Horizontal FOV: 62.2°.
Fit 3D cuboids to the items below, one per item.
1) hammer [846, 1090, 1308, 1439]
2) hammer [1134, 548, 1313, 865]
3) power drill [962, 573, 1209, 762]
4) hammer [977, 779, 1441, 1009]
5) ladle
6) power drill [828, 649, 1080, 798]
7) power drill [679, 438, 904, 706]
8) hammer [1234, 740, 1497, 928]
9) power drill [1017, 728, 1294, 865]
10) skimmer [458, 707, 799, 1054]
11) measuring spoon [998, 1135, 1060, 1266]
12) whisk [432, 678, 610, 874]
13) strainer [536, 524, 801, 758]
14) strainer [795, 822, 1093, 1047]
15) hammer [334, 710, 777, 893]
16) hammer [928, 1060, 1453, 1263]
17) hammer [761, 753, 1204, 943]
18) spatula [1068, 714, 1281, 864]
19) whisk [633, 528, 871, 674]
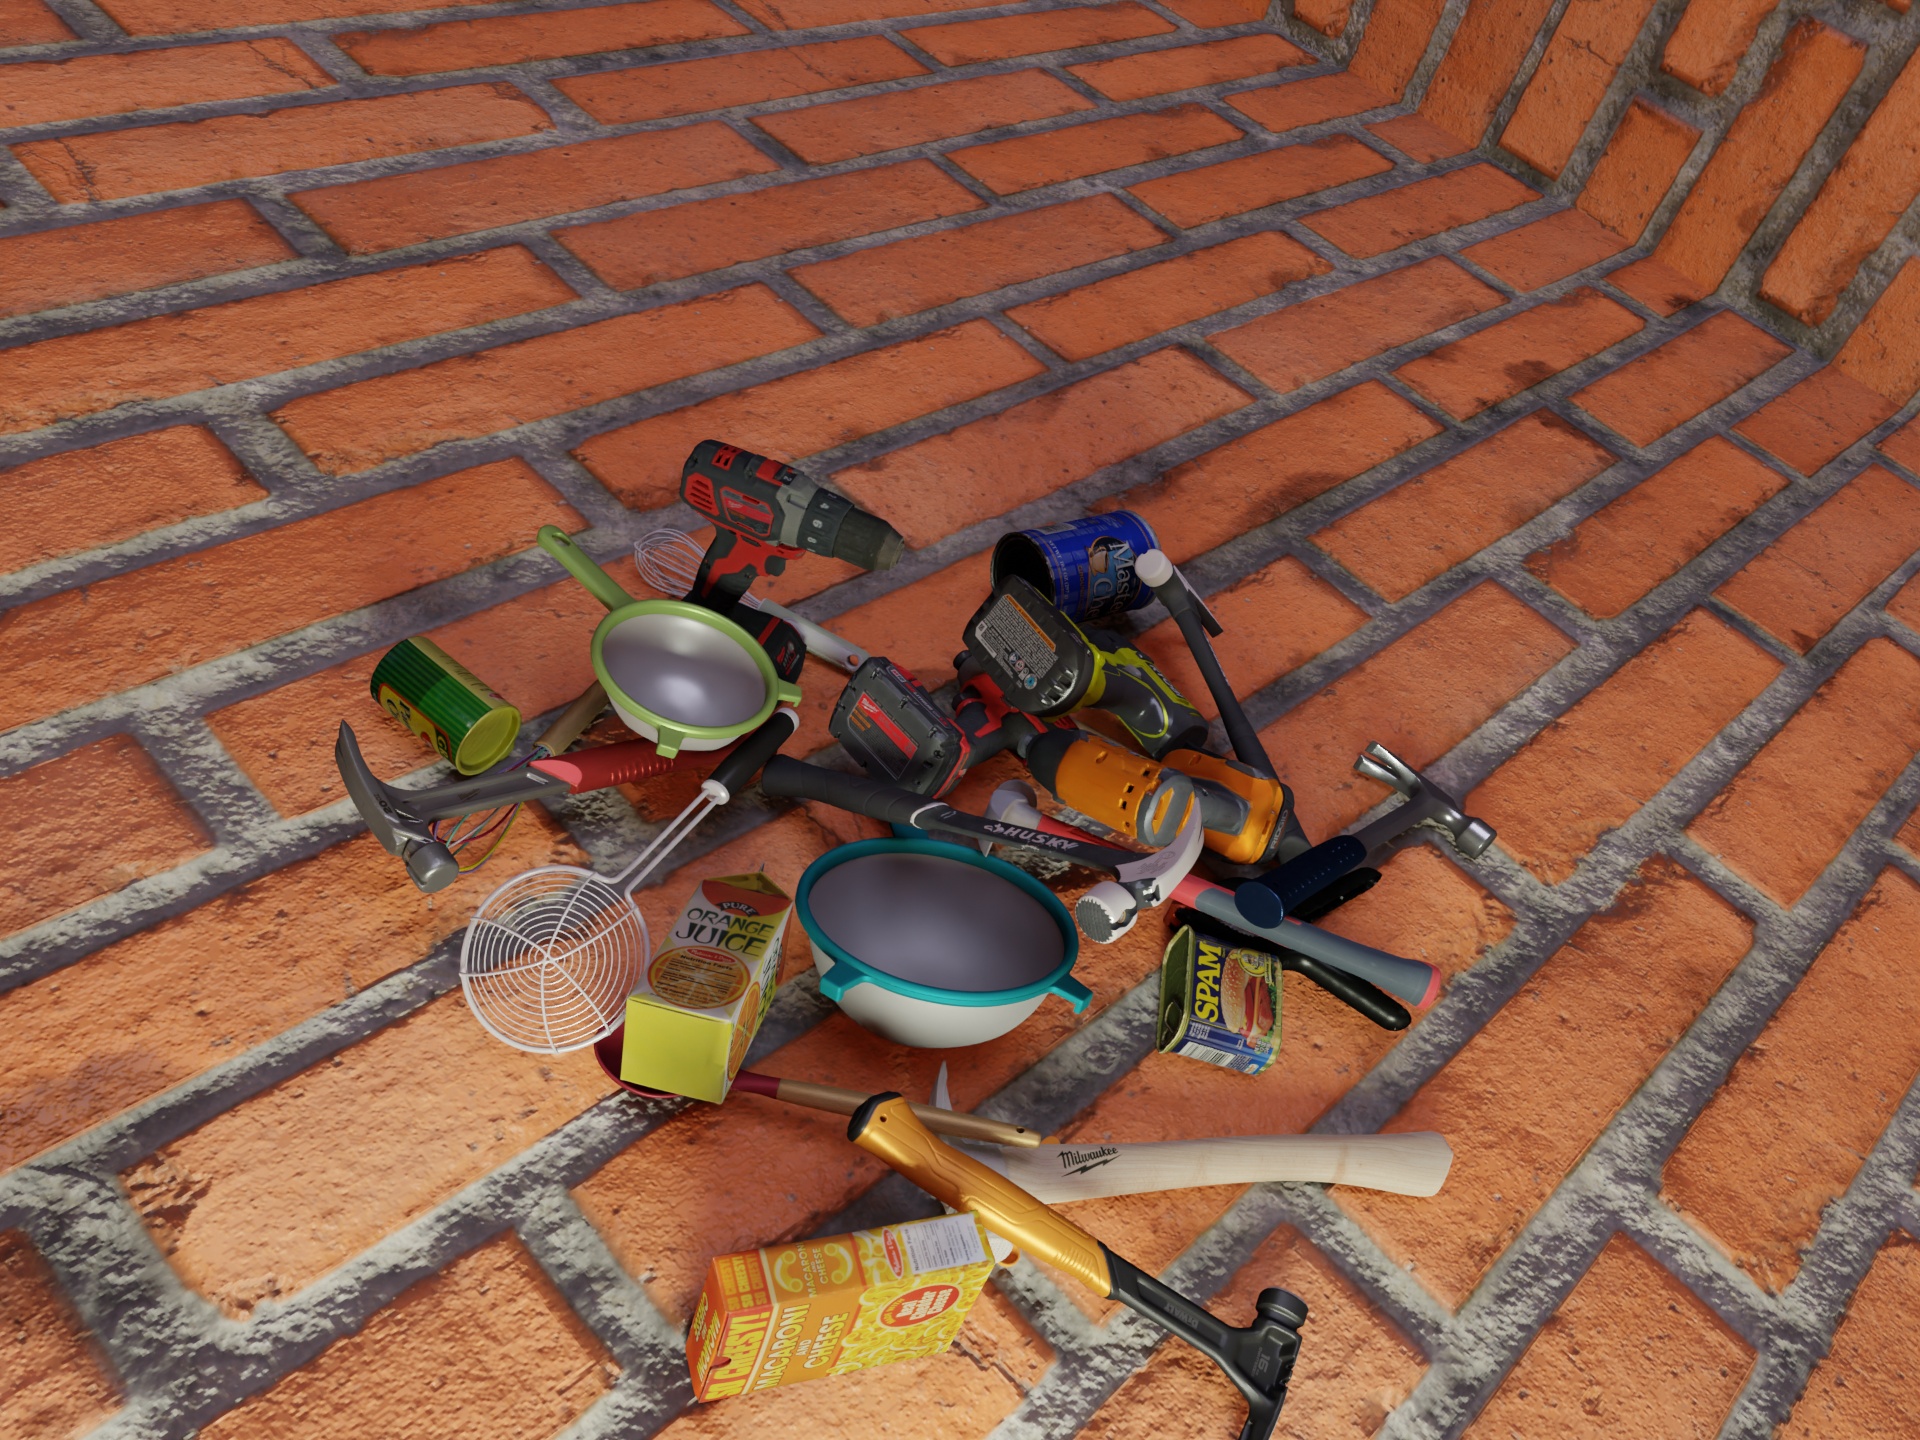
[{"bbox_3d":[0.069,0.351,1.032,0.337,0.034,0.127,34,53,-4],"label":"hammer"},{"bbox_3d":[0.255,-0.003,1.482,0.146,0.035,0.335,38,27,-53],"label":"hammer"},{"bbox_3d":[0.110,-0.048,1.426,0.223,0.080,0.171,19,26,-50],"label":"power drill"},{"bbox_3d":[0.198,0.146,1.271,0.386,0.038,0.143,22,12,4],"label":"hammer"},{"bbox_3d":[-0.100,0.258,1.098,0.315,0.031,0.069,11,35,4],"label":"ladle"},{"bbox_3d":[-0.002,-0.004,1.373,0.143,0.078,0.219,46,30,24],"label":"power drill"},{"bbox_3d":[-0.155,-0.115,1.344,0.188,0.226,0.080,23,43,3],"label":"power drill"},{"bbox_3d":[0.338,0.104,1.371,0.144,0.035,0.405,42,30,22],"label":"hammer"},{"bbox_3d":[0.160,0.056,1.323,0.164,0.084,0.226,25,8,40],"label":"power drill"},{"bbox_3d":[-0.228,0.101,1.198,0.127,0.090,0.363,39,37,0],"label":"skimmer"},{"bbox_3d":[0.048,0.339,1.122,0.021,0.011,0.117,26,39,6],"label":"measuring spoon"},{"bbox_3d":[-0.344,0.034,1.259,0.047,0.051,0.245,21,39,9],"label":"whisk"},{"bbox_3d":[-0.261,-0.057,1.273,0.256,0.069,0.151,43,39,19],"label":"strainer"},{"bbox_3d":[-0.037,0.150,1.236,0.211,0.095,0.341,6,24,-15],"label":"strainer"},{"bbox_3d":[-0.290,0.031,1.236,0.359,0.036,0.149,-14,54,-45],"label":"hammer"},{"bbox_3d":[0.176,0.316,1.166,0.410,0.038,0.146,4,41,-20],"label":"hammer"},{"bbox_3d":[-0.004,0.071,1.192,0.409,0.036,0.149,12,32,41],"label":"hammer"},{"bbox_3d":[0.180,0.048,1.458,0.316,0.018,0.060,29,38,8],"label":"spatula"},{"bbox_3d":[-0.191,-0.105,1.456,0.246,0.058,0.059,28,13,2],"label":"whisk"}]
